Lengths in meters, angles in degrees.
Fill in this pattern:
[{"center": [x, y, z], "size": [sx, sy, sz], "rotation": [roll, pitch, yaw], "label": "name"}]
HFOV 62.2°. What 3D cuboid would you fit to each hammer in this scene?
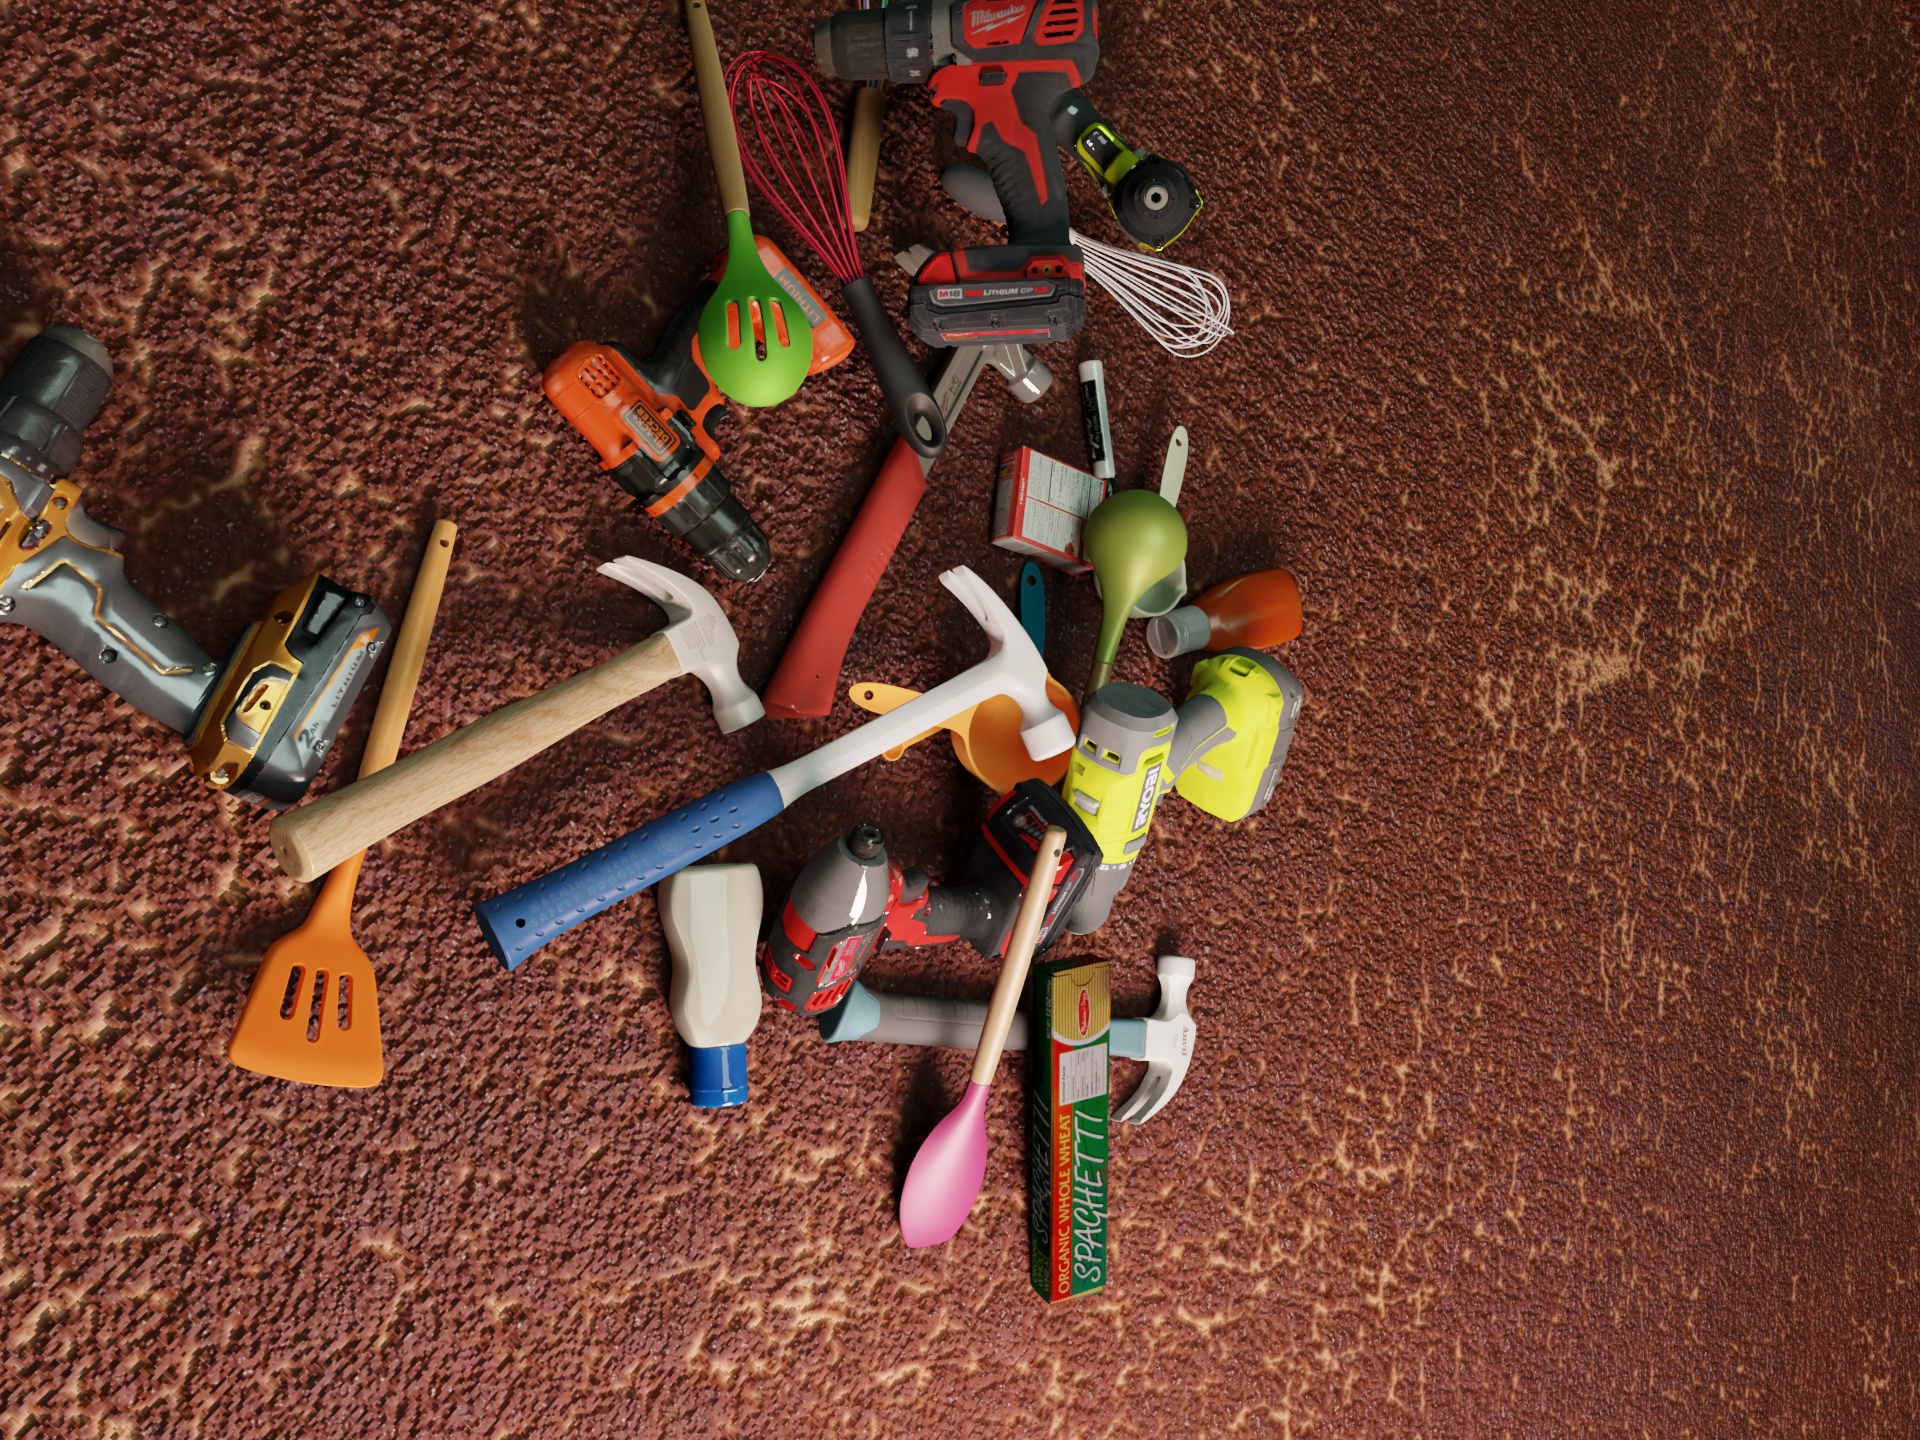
[{"center": [-0.245, 0.000, 0.905], "size": [0.331, 0.031, 0.130], "rotation": [-35, 104, -49], "label": "hammer"}, {"center": [-0.054, -0.159, 1.109], "size": [0.149, 0.037, 0.359], "rotation": [39, 63, -28], "label": "hammer"}, {"center": [-0.110, 0.034, 0.991], "size": [0.405, 0.035, 0.144], "rotation": [-28, 95, -29], "label": "hammer"}, {"center": [0.044, 0.220, 1.144], "size": [0.330, 0.033, 0.128], "rotation": [13, 76, -35], "label": "hammer"}]

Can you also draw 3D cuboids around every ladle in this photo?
[{"center": [0.100, -0.017, 1.185], "size": [0.078, 0.062, 0.320], "rotation": [14, 91, 8], "label": "ladle"}]

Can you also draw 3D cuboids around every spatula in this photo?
[{"center": [-0.324, 0.037, 0.882], "size": [0.081, 0.041, 0.323], "rotation": [21, 72, -33], "label": "spatula"}]

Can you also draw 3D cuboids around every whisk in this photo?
[{"center": [-0.079, -0.313, 1.074], "size": [0.073, 0.073, 0.296], "rotation": [-30, 98, -35], "label": "whisk"}, {"center": [-0.064, -0.468, 1.139], "size": [0.047, 0.051, 0.245], "rotation": [9, 83, -15], "label": "whisk"}, {"center": [0.104, -0.362, 1.241], "size": [0.284, 0.070, 0.070], "rotation": [20, 73, -29], "label": "whisk"}]

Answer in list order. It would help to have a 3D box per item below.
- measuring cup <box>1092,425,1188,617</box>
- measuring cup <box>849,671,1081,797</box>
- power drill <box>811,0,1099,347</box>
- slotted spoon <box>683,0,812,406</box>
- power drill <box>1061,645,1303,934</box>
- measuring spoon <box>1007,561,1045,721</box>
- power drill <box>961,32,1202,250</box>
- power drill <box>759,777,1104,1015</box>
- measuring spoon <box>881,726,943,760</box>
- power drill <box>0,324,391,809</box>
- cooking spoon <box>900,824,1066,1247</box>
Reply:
[{"center": [0.148, -0.158, 1.263], "size": [0.083, 0.038, 0.168], "rotation": [28, 67, -32], "label": "measuring cup"}, {"center": [-0.002, -0.004, 1.118], "size": [0.173, 0.052, 0.095], "rotation": [14, 94, -19], "label": "measuring cup"}, {"center": [-0.001, -0.367, 1.048], "size": [0.188, 0.080, 0.226], "rotation": [-1, 94, 5], "label": "power drill"}, {"center": [-0.148, -0.341, 1.011], "size": [0.070, 0.031, 0.314], "rotation": [-7, 69, -13], "label": "slotted spoon"}, {"center": [0.152, 0.047, 1.179], "size": [0.228, 0.080, 0.190], "rotation": [-23, 133, -46], "label": "power drill"}, {"center": [0.050, -0.057, 1.193], "size": [0.042, 0.021, 0.129], "rotation": [9, 70, -25], "label": "measuring spoon"}, {"center": [0.082, -0.431, 1.143], "size": [0.223, 0.080, 0.171], "rotation": [43, 15, -6], "label": "power drill"}, {"center": [-0.019, 0.110, 1.041], "size": [0.219, 0.143, 0.079], "rotation": [-9, 46, -40], "label": "power drill"}, {"center": [-0.018, -0.004, 1.138], "size": [0.117, 0.011, 0.021], "rotation": [-35, 116, -38], "label": "measuring spoon"}, {"center": [-0.411, -0.075, 0.807], "size": [0.226, 0.084, 0.185], "rotation": [31, 66, -26], "label": "power drill"}, {"center": [0.020, 0.216, 1.053], "size": [0.068, 0.017, 0.318], "rotation": [3, 110, -37], "label": "cooking spoon"}]
